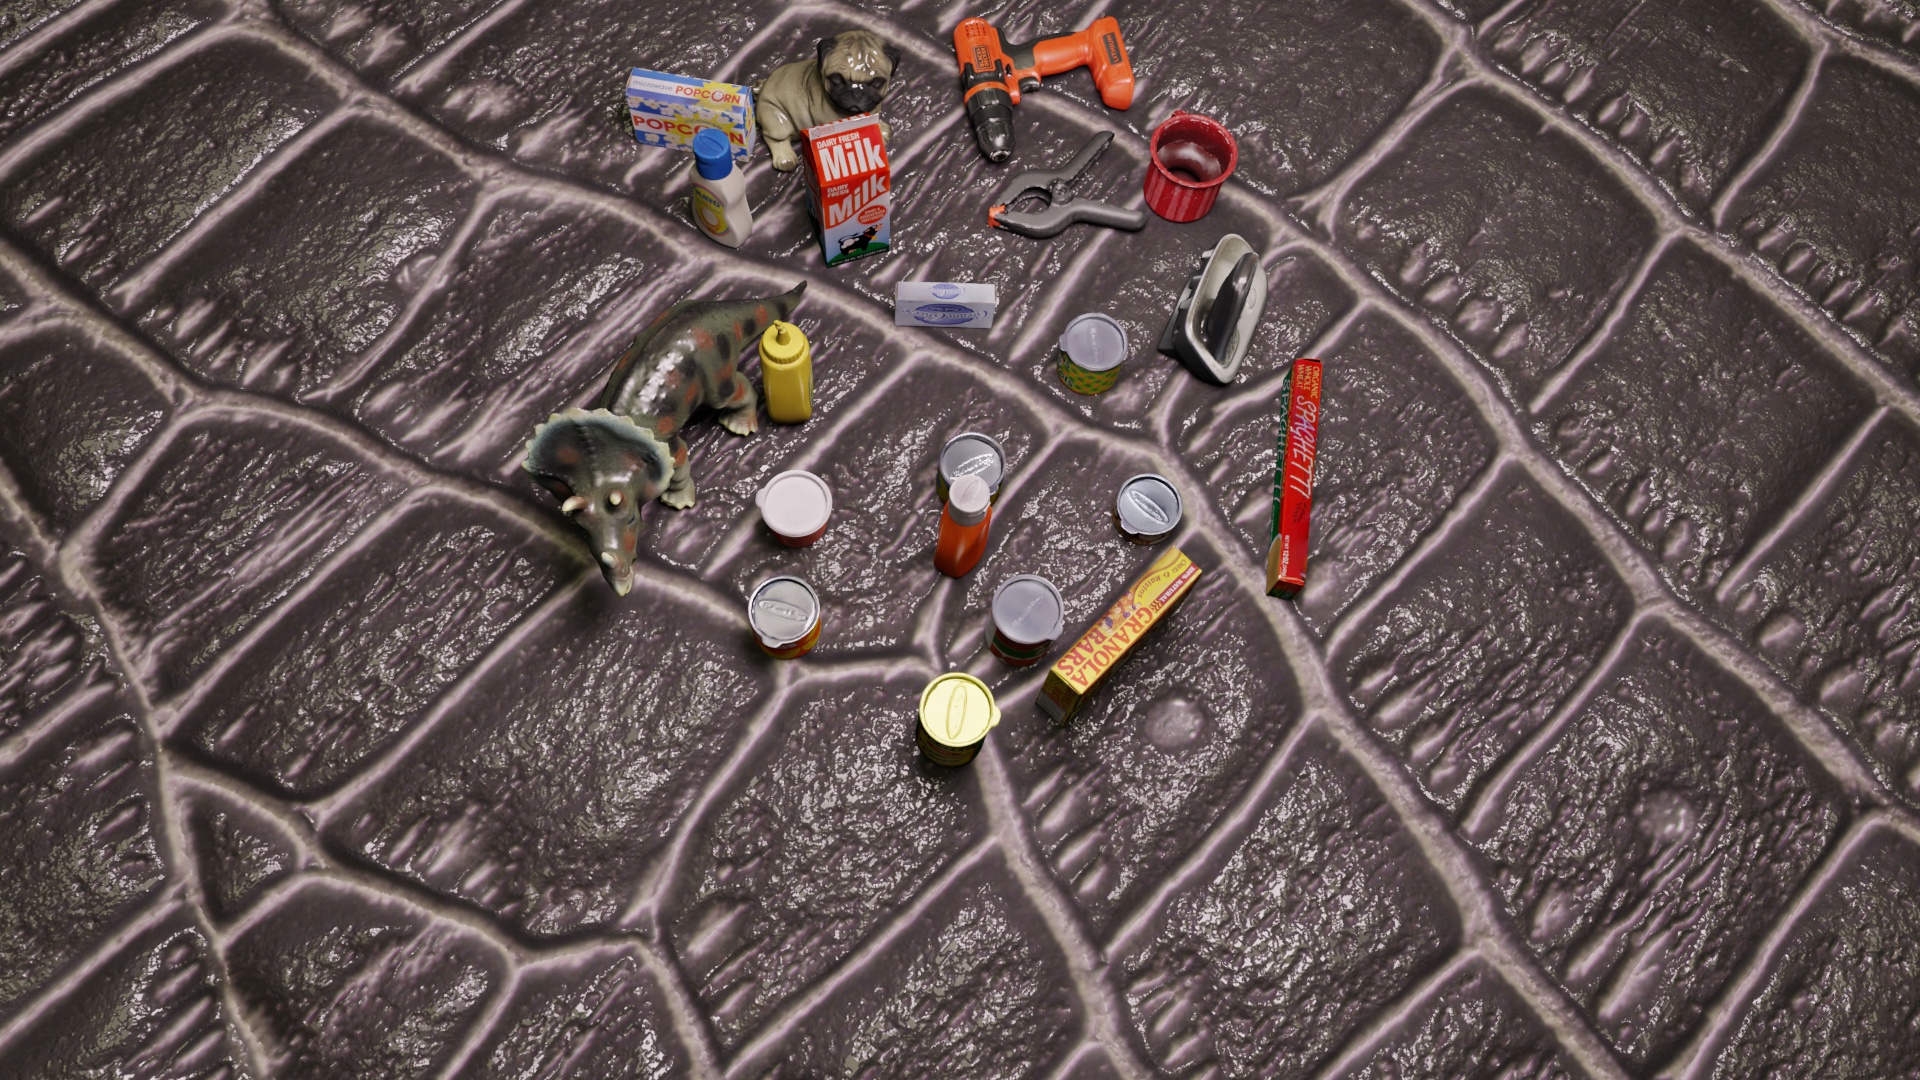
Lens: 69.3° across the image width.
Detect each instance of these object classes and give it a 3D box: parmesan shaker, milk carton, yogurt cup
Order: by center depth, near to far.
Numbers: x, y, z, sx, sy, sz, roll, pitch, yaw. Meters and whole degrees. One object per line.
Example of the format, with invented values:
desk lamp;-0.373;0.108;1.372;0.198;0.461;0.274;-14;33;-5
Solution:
parmesan shaker;-0.003;0.165;1.252;0.071;0.102;0.071;1;69;-3
yogurt cup;-0.158;-0.027;1.342;0.072;0.053;0.072;1;69;-4
milk carton;-0.115;-0.363;1.402;0.072;0.189;0.073;-17;72;-10

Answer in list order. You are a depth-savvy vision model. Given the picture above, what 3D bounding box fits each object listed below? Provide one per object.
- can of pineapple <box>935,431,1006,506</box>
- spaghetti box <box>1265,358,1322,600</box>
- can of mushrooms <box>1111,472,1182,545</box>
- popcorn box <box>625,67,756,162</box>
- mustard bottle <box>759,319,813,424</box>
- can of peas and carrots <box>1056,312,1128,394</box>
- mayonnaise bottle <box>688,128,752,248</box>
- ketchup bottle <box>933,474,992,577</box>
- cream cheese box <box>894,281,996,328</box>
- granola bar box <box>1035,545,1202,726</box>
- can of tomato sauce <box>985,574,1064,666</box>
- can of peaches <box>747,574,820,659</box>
can of pineapple;0.010;-0.064;1.366;0.071;0.057;0.071;1;69;-4
spaghetti box;0.335;-0.065;1.394;0.029;0.050;0.251;10;69;0
can of mushrooms;0.183;-0.029;1.378;0.071;0.033;0.071;1;69;-4
popcorn box;-0.286;-0.453;1.481;0.127;0.085;0.038;10;69;0
mustard bottle;-0.168;-0.168;1.339;0.049;0.159;0.065;-4;70;-5
can of peas and carrots;0.132;-0.190;1.423;0.071;0.058;0.071;1;69;-4
mayonnaise bottle;-0.247;-0.359;1.414;0.065;0.147;0.041;32;71;8
ketchup bottle;0.005;-0.016;1.299;0.043;0.148;0.065;30;70;7
cream cheese box;-0.016;-0.243;1.436;0.104;0.053;0.024;1;69;-4
granola bar box;0.145;0.091;1.280;0.039;0.123;0.166;43;72;12
can of tomato sauce;0.061;0.077;1.302;0.071;0.082;0.071;1;69;-3
can of peaches;-0.165;0.075;1.300;0.071;0.058;0.071;1;69;-4
